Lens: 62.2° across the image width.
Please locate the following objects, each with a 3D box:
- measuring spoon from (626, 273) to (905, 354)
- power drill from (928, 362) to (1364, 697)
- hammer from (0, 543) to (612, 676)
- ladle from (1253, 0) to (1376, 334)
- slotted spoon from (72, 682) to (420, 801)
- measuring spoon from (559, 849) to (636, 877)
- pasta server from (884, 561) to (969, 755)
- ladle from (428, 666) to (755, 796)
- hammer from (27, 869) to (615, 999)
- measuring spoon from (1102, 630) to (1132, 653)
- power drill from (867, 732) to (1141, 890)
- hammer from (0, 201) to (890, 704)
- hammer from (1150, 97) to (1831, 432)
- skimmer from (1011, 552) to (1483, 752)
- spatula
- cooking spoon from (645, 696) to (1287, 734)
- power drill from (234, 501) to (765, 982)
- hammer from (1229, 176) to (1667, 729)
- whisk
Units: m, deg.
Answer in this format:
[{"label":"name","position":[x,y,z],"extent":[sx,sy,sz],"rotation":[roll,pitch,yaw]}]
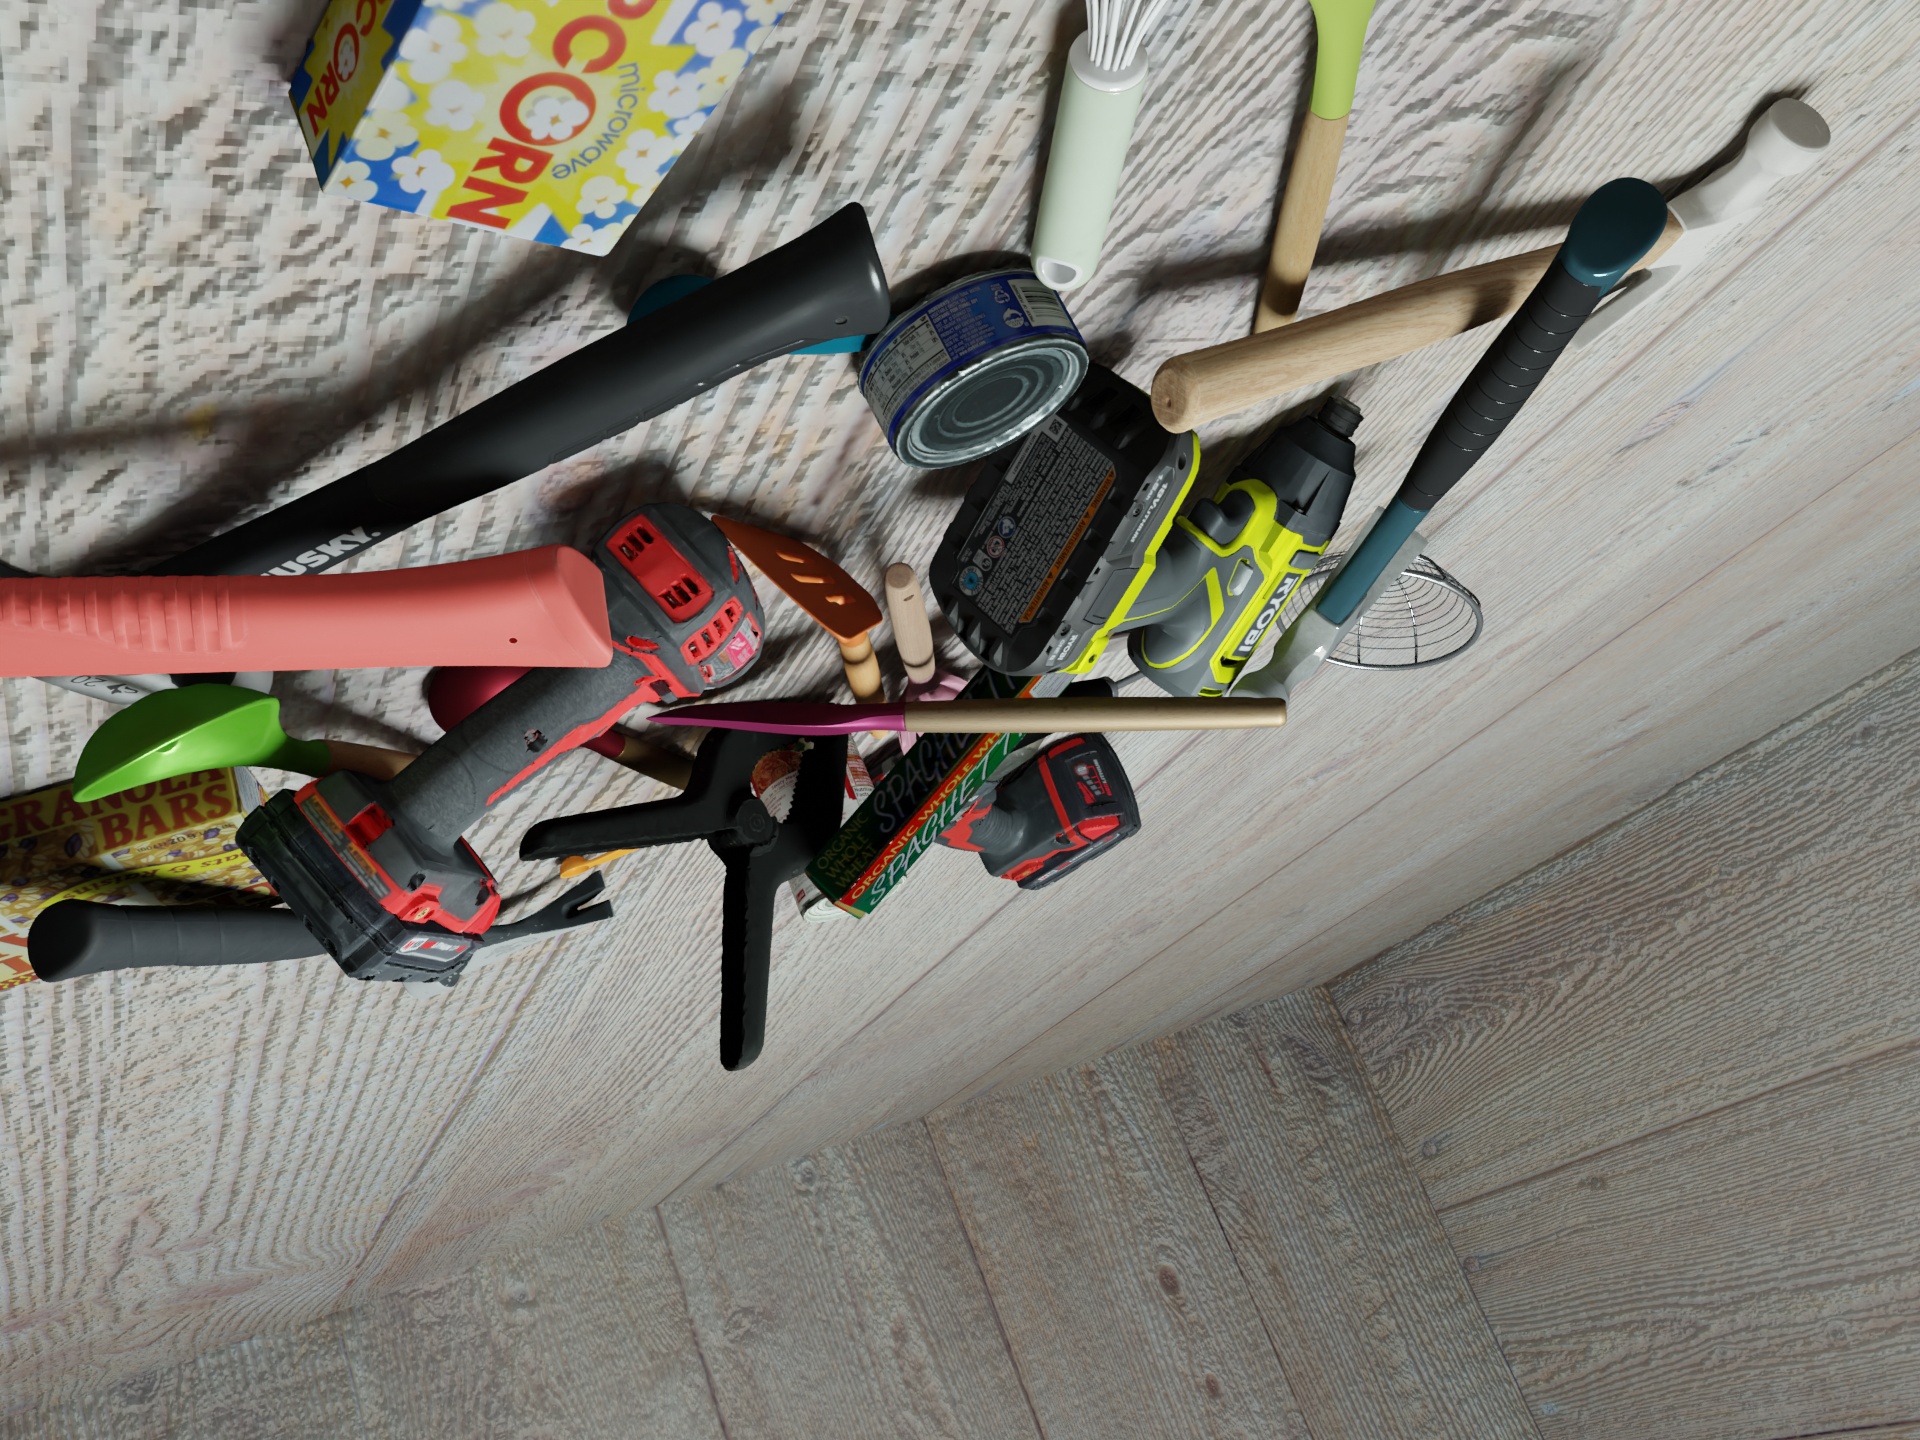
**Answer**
[{"label":"measuring spoon","position":[-0.066,-0.143,0.561],"extent":[0.128,0.021,0.042],"rotation":[-16,163,-47]},{"label":"power drill","position":[0.102,-0.090,0.758],"extent":[0.223,0.080,0.171],"rotation":[-1,128,-53]},{"label":"hammer","position":[-0.288,-0.022,0.475],"extent":[0.359,0.037,0.149],"rotation":[-2,146,-20]},{"label":"ladle","position":[0.136,-0.197,0.575],"extent":[0.078,0.062,0.320],"rotation":[-26,164,-5]},{"label":"slotted spoon","position":[-0.262,0.019,0.673],"extent":[0.070,0.031,0.313],"rotation":[-29,172,3]},{"label":"measuring spoon","position":[-0.194,0.070,0.985],"extent":[0.117,0.011,0.021],"rotation":[-24,166,-7]},{"label":"pasta server","position":[-0.018,-0.026,0.816],"extent":[0.060,0.040,0.316],"rotation":[-32,171,-4]},{"label":"ladle","position":[-0.174,0.018,0.844],"extent":[0.069,0.031,0.315],"rotation":[-30,162,7]},{"label":"hammer","position":[-0.315,0.110,0.820],"extent":[0.149,0.036,0.408],"rotation":[-22,169,7]},{"label":"measuring spoon","position":[0.085,-0.052,0.970],"extent":[0.124,0.018,0.034],"rotation":[-12,159,-47]},{"label":"power drill","position":[0.030,0.048,1.080],"extent":[0.188,0.080,0.226],"rotation":[-35,154,30]},{"label":"hammer","position":[-0.173,-0.082,0.515],"extent":[0.335,0.035,0.146],"rotation":[-22,162,16]},{"label":"hammer","position":[0.223,-0.183,0.692],"extent":[0.331,0.031,0.130],"rotation":[-22,165,-22]},{"label":"skimmer","position":[0.154,-0.017,0.968],"extent":[0.363,0.090,0.127],"rotation":[-24,164,-21]},{"label":"spatula","position":[-0.060,-0.031,0.808],"extent":[0.041,0.081,0.322],"rotation":[-45,168,-10]},{"label":"cooking spoon","position":[-0.001,-0.003,0.787],"extent":[0.319,0.017,0.068],"rotation":[0,175,11]},{"label":"power drill","position":[-0.173,0.008,0.665],"extent":[0.219,0.078,0.143],"rotation":[-42,172,-6]},{"label":"hammer","position":[0.218,-0.114,0.732],"extent":[0.128,0.033,0.330],"rotation":[-46,169,-27]},{"label":"whisk","position":[0.046,-0.205,0.476],"extent":[0.058,0.059,0.246],"rotation":[16,161,1]}]
